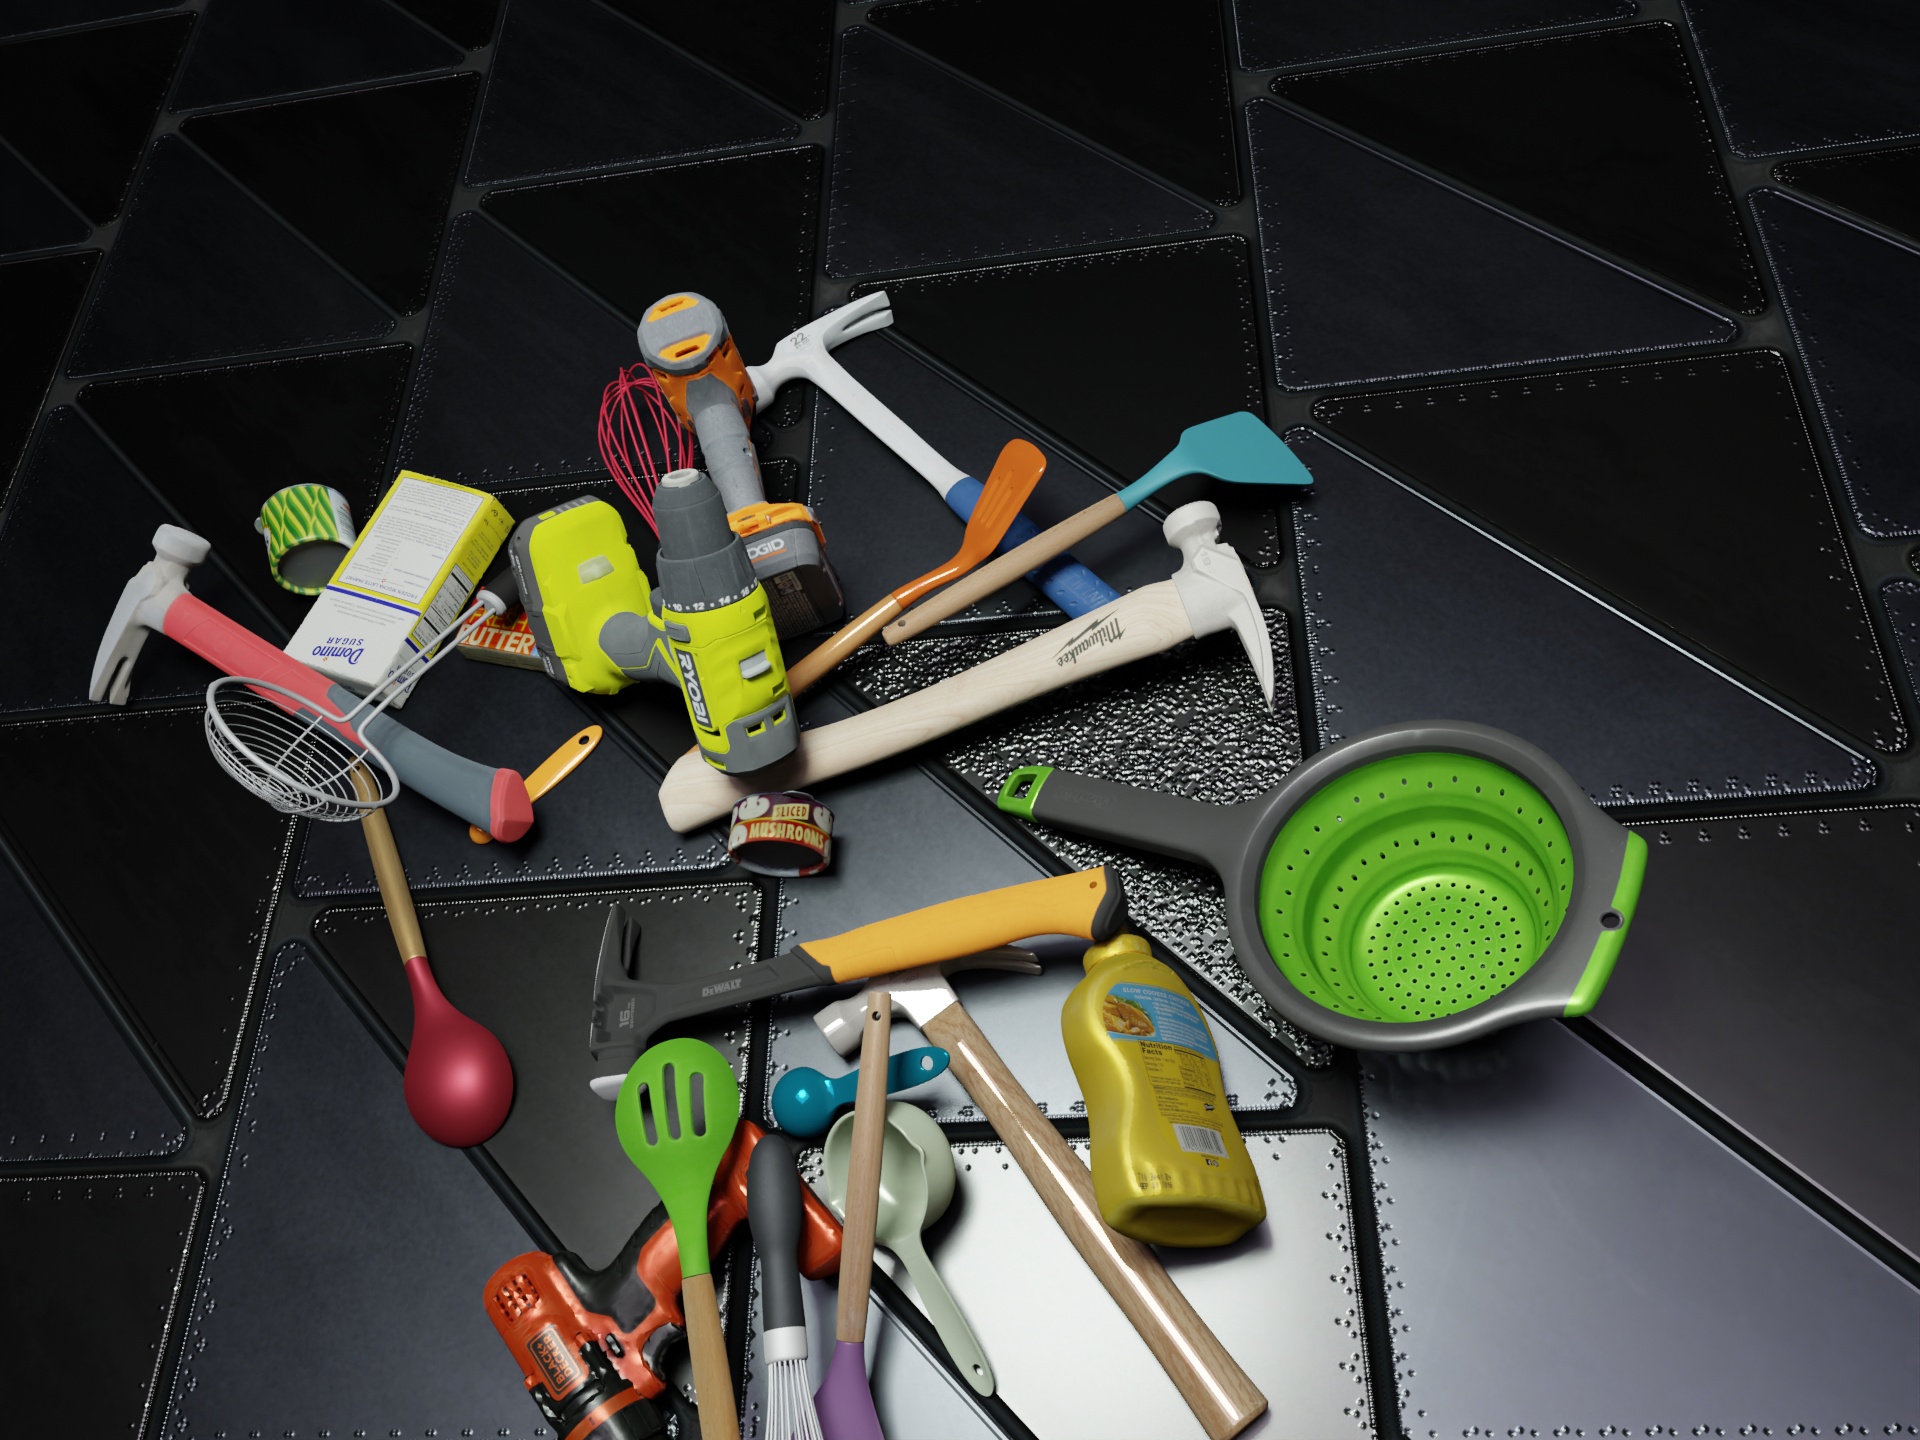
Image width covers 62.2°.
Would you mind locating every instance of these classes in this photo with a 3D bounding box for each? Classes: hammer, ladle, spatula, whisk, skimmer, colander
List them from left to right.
[{"bbox_3d":[-0.461,0.000,1.125,0.386,0.038,0.143,28,94,21],"label":"hammer"},{"bbox_3d":[-0.367,0.141,1.060,0.069,0.031,0.316,-28,57,-4],"label":"ladle"},{"bbox_3d":[-0.349,-0.062,1.072,0.127,0.090,0.363,38,48,-1],"label":"skimmer"},{"bbox_3d":[-0.216,-0.145,1.176,0.073,0.073,0.296,-19,64,1],"label":"whisk"},{"bbox_3d":[-0.087,0.353,0.810,0.070,0.070,0.285,-12,61,5],"label":"whisk"},{"bbox_3d":[-0.059,0.305,0.852,0.060,0.018,0.316,3,79,9],"label":"spatula"},{"bbox_3d":[-0.065,0.136,0.959,0.337,0.034,0.127,-15,50,12],"label":"hammer"},{"bbox_3d":[-0.067,-0.073,1.083,0.322,0.041,0.081,-38,26,2],"label":"spatula"},{"bbox_3d":[-0.004,-0.179,1.161,0.144,0.035,0.406,-39,60,-11],"label":"hammer"},{"bbox_3d":[-0.002,-0.003,1.036,0.410,0.038,0.146,-21,68,7],"label":"hammer"},{"bbox_3d":[0.055,0.253,0.899,0.130,0.031,0.332,-36,60,-9],"label":"hammer"},{"bbox_3d":[0.089,-0.126,1.079,0.317,0.044,0.082,-30,59,-7],"label":"spatula"},{"bbox_3d":[0.197,0.094,0.940,0.397,0.094,0.204,12,63,38],"label":"colander"}]

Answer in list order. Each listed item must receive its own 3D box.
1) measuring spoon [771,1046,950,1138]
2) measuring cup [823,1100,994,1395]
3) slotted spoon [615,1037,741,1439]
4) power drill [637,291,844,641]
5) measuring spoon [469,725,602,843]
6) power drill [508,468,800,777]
[{"bbox_3d":[-0.062,0.212,0.922,0.128,0.021,0.042,-24,75,28],"label":"measuring spoon"},{"bbox_3d":[-0.016,0.291,0.888,0.083,0.038,0.168,-38,74,33],"label":"measuring cup"},{"bbox_3d":[-0.133,0.320,0.841,0.070,0.031,0.314,-12,68,-3],"label":"slotted spoon"},{"bbox_3d":[-0.156,-0.171,1.134,0.084,0.164,0.227,-21,71,0],"label":"power drill"},{"bbox_3d":[-0.296,0.042,1.109,0.117,0.011,0.021,-43,61,-14],"label":"measuring spoon"},{"bbox_3d":[-0.201,-0.078,1.031,0.080,0.190,0.229,-30,31,-33],"label":"power drill"}]
